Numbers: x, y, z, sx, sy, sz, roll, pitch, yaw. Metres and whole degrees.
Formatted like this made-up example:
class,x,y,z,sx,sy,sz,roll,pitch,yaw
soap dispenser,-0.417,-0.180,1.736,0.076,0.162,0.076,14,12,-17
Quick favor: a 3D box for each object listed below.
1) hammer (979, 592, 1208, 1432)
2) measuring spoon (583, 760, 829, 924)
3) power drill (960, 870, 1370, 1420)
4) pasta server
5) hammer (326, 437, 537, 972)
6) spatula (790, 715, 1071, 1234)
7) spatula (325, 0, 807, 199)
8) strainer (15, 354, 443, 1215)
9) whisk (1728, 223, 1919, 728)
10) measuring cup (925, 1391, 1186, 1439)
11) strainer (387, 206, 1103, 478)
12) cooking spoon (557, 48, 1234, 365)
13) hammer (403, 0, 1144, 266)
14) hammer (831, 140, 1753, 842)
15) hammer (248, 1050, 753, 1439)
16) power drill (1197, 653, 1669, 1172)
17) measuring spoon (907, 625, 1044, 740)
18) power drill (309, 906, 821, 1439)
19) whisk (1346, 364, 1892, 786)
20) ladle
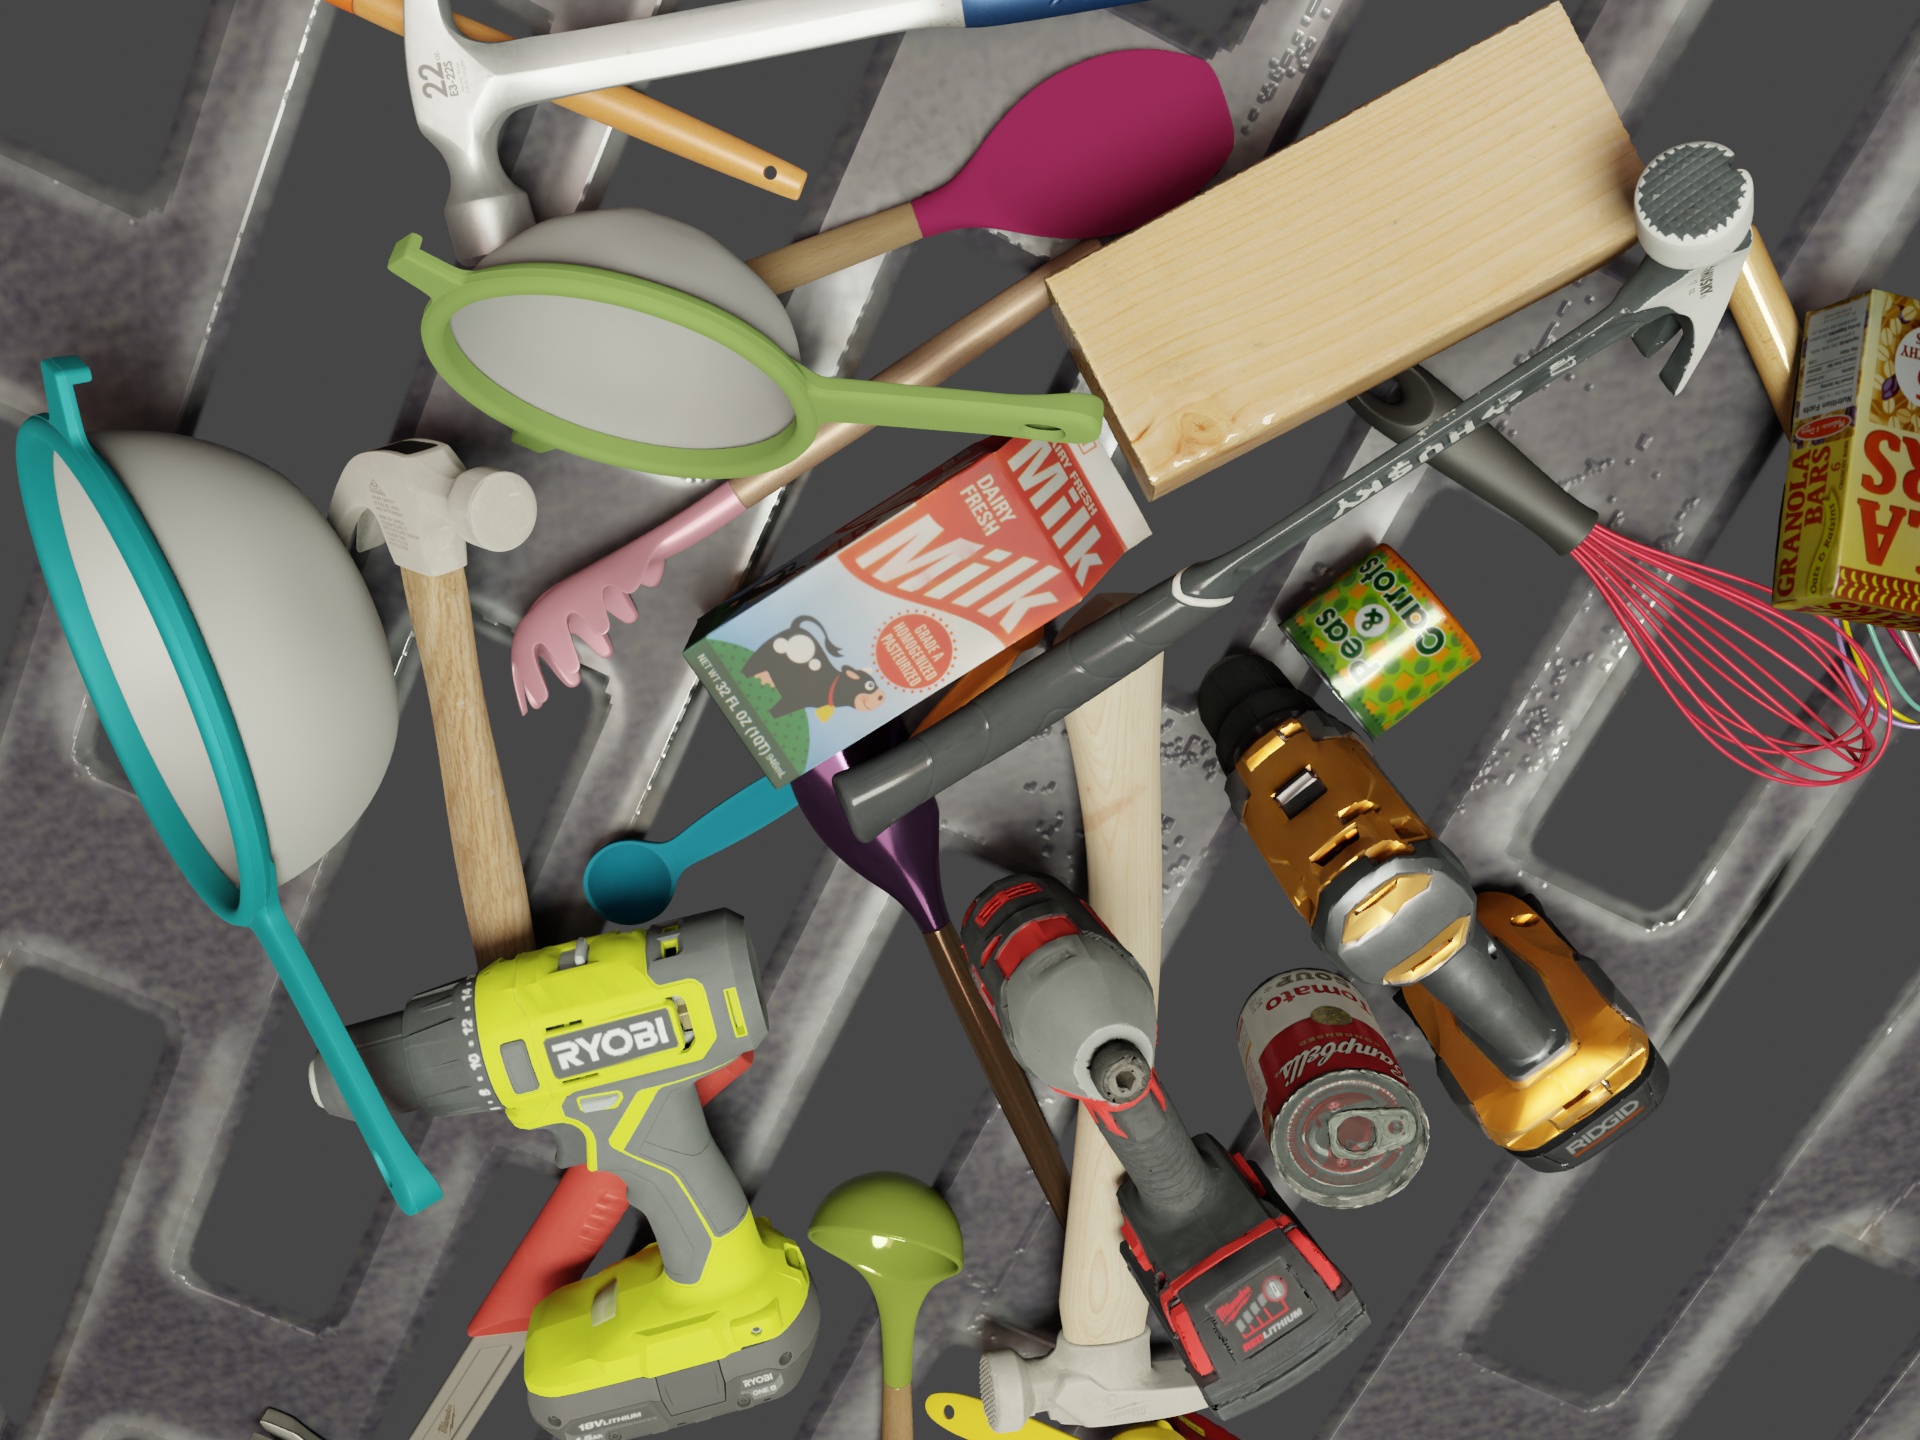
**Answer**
class,x,y,z,sx,sy,sz,roll,pitch,yaw
hammer,0.084,0.145,0.749,0.146,0.038,0.410,-3,104,-12
measuring spoon,-0.117,0.050,0.744,0.128,0.021,0.042,-31,108,0
power drill,0.080,0.174,0.663,0.078,0.143,0.219,-32,111,-4
pasta server,-0.068,-0.105,0.680,0.316,0.060,0.040,-33,96,5
hammer,-0.216,0.038,0.706,0.130,0.031,0.331,19,123,37
spatula,-0.004,0.121,0.760,0.060,0.018,0.315,-25,105,-1
spatula,-0.214,-0.280,0.637,0.322,0.041,0.081,21,106,-10
strainer,-0.261,0.026,0.643,0.095,0.211,0.340,-27,88,-34
whisk,0.380,-0.101,0.677,0.051,0.047,0.245,-32,101,-9
measuring cup,0.046,0.369,0.797,0.156,0.029,0.062,8,84,27
strainer,-0.071,-0.148,0.605,0.256,0.151,0.069,6,74,5
cooking spoon,-0.042,-0.200,0.661,0.319,0.017,0.068,-19,100,6
hammer,-0.013,-0.284,0.610,0.405,0.035,0.144,-11,110,-1
hammer,0.114,-0.064,0.628,0.409,0.149,0.036,-33,71,17
hammer,-0.218,0.273,0.800,0.149,0.037,0.359,31,105,-9
power drill,0.191,0.074,0.686,0.084,0.186,0.226,-41,122,12
measuring spoon,-0.001,-0.002,0.718,0.021,0.011,0.117,37,96,-13
power drill,-0.166,0.206,0.713,0.190,0.080,0.228,-14,111,-5
whisk,0.280,-0.068,0.682,0.296,0.073,0.073,36,104,-4
ladle,-0.036,0.369,0.819,0.078,0.062,0.320,5,111,14
